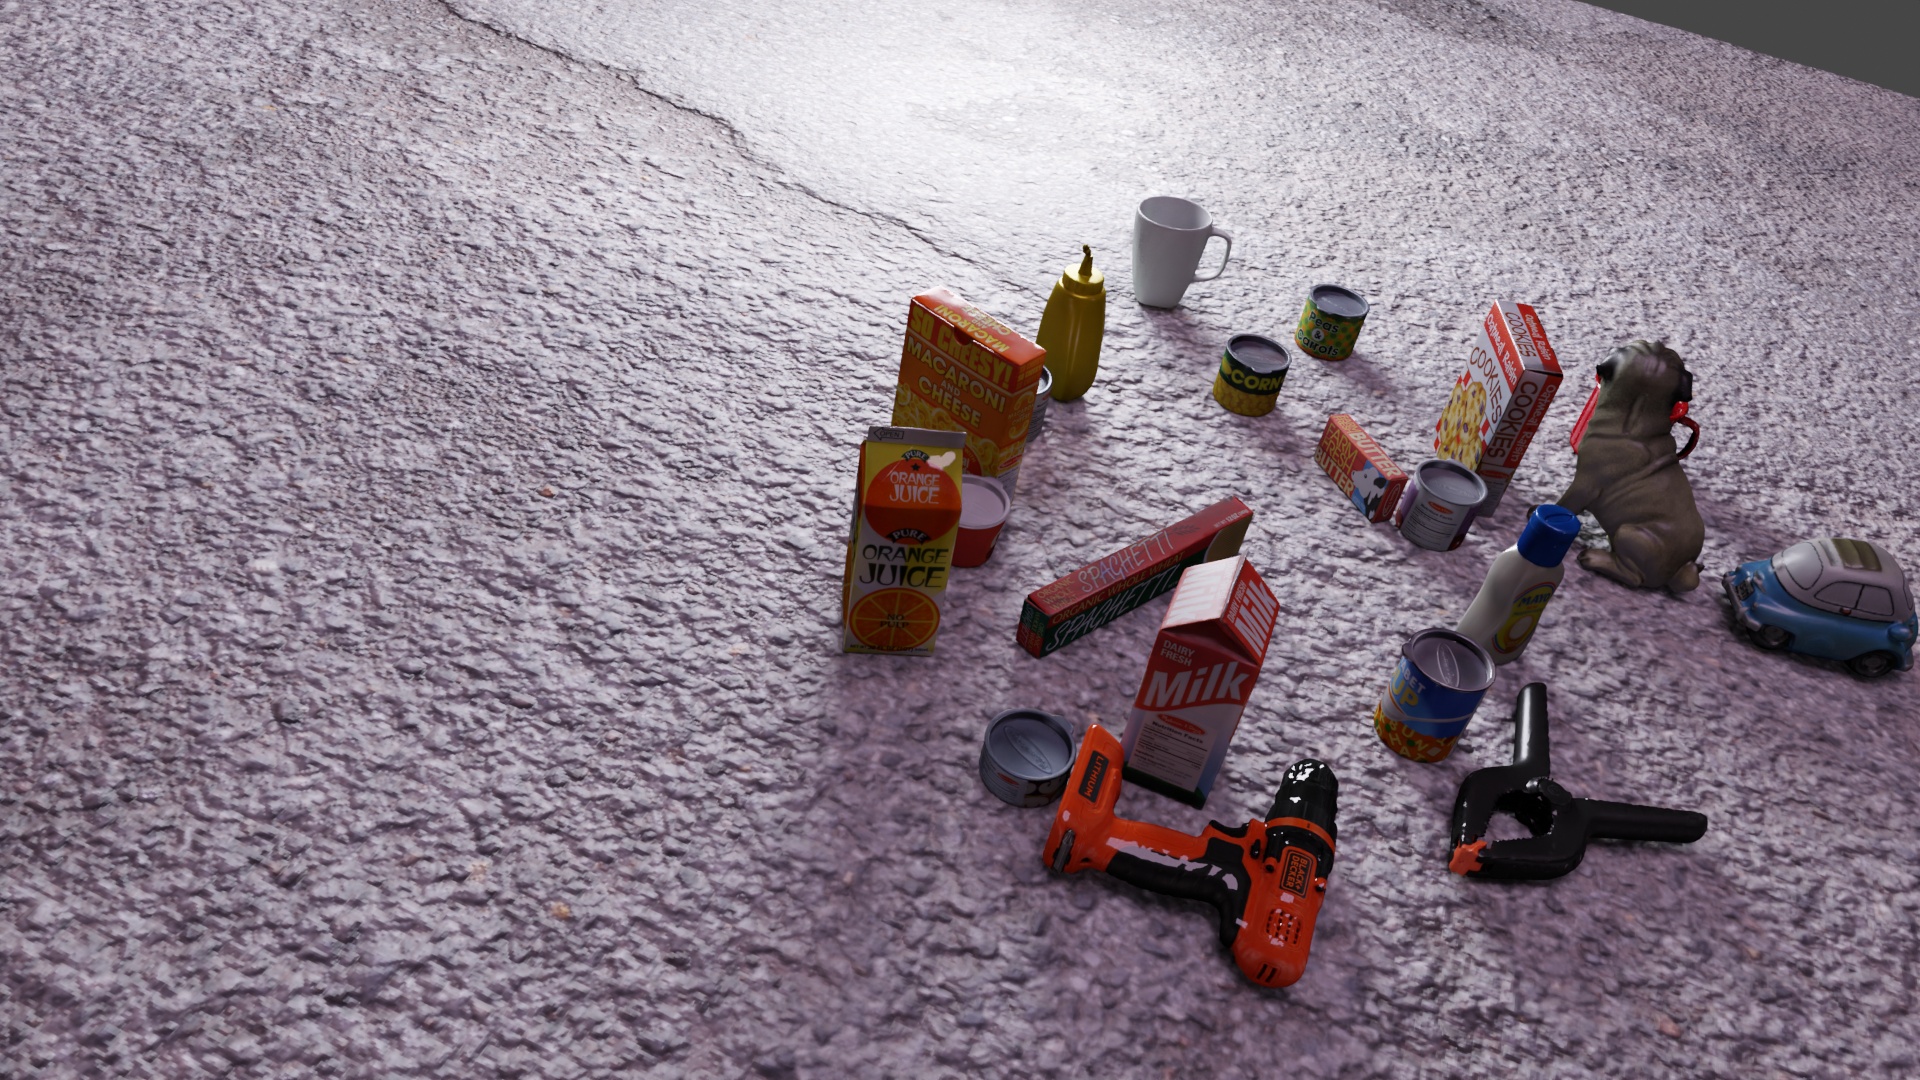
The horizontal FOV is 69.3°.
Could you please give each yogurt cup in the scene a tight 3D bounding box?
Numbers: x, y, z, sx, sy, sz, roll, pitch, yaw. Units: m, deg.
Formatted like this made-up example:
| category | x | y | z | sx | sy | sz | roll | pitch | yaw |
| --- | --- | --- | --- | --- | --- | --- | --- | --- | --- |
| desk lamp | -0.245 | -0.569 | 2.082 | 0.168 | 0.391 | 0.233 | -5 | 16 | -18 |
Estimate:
| category | x | y | z | sx | sy | sz | roll | pitch | yaw |
| --- | --- | --- | --- | --- | --- | --- | --- | --- | --- |
| yogurt cup | 0.004 | -0.015 | 1.158 | 0.072 | 0.053 | 0.073 | 7 | 40 | -6 |

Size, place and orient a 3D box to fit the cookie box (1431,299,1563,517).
| category | x | y | z | sx | sy | sz | roll | pitch | yaw |
| --- | --- | --- | --- | --- | --- | --- | --- | --- | --- |
| cookie box | 0.506 | -0.125 | 1.316 | 0.040 | 0.166 | 0.123 | 9 | 40 | -2 |

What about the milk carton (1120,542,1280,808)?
| category | x | y | z | sx | sy | sz | roll | pitch | yaw |
| --- | --- | --- | --- | --- | --- | --- | --- | --- | --- |
| milk carton | 0.168 | 0.091 | 0.968 | 0.073 | 0.189 | 0.073 | 20 | 41 | 11 |

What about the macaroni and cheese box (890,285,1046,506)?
| category | x | y | z | sx | sy | sz | roll | pitch | yaw |
| --- | --- | --- | --- | --- | --- | --- | --- | --- | --- |
| macaroni and cheese box | 0.001 | -0.115 | 1.187 | 0.124 | 0.165 | 0.040 | 36 | 46 | 26 |

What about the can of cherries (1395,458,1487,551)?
| category | x | y | z | sx | sy | sz | roll | pitch | yaw |
| --- | --- | --- | --- | --- | --- | --- | --- | --- | --- |
| can of cherries | 0.443 | -0.033 | 1.279 | 0.071 | 0.058 | 0.072 | 7 | 40 | -6 |

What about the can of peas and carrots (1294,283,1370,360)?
| category | x | y | z | sx | sy | sz | roll | pitch | yaw |
| --- | --- | --- | --- | --- | --- | --- | --- | --- | --- |
| can of peas and carrots | 0.400 | -0.235 | 1.503 | 0.071 | 0.058 | 0.071 | 7 | 40 | -6 |

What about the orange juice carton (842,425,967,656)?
| category | x | y | z | sx | sy | sz | roll | pitch | yaw |
| --- | --- | --- | --- | --- | --- | --- | --- | --- | --- |
| orange juice carton | -0.044 | -0.007 | 1.031 | 0.072 | 0.191 | 0.073 | 4 | 41 | -9 |

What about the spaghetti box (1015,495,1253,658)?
| category | x | y | z | sx | sy | sz | roll | pitch | yaw |
| --- | --- | --- | --- | --- | --- | --- | --- | --- | --- |
| spaghetti box | 0.147 | 0.027 | 1.146 | 0.251 | 0.049 | 0.029 | -24 | 51 | -34 |

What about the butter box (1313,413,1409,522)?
| category | x | y | z | sx | sy | sz | roll | pitch | yaw |
| --- | --- | --- | --- | --- | --- | --- | --- | --- | --- |
| butter box | 0.376 | -0.069 | 1.309 | 0.024 | 0.052 | 0.104 | -8 | 44 | -22 |

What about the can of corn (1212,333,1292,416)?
| category | x | y | z | sx | sy | sz | roll | pitch | yaw |
| --- | --- | --- | --- | --- | --- | --- | --- | --- | --- |
| can of corn | 0.293 | -0.165 | 1.396 | 0.071 | 0.058 | 0.071 | 7 | 40 | -6 |

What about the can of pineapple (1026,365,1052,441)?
| category | x | y | z | sx | sy | sz | roll | pitch | yaw |
| --- | --- | --- | --- | --- | --- | --- | --- | --- | --- |
| can of pineapple | 0.048 | -0.133 | 1.303 | 0.071 | 0.057 | 0.071 | 7 | 40 | -6 |

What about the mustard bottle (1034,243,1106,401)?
| category | x | y | z | sx | sy | sz | roll | pitch | yaw |
| --- | --- | --- | --- | --- | --- | --- | --- | --- | --- |
| mustard bottle | 0.110 | -0.212 | 1.330 | 0.049 | 0.159 | 0.065 | -19 | 49 | -31 |

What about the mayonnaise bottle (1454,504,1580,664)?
| category | x | y | z | sx | sy | sz | roll | pitch | yaw |
| --- | --- | --- | --- | --- | --- | --- | --- | --- | --- |
| mayonnaise bottle | 0.455 | 0.037 | 1.130 | 0.065 | 0.147 | 0.041 | -7 | 44 | -21 |

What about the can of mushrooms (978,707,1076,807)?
| category | x | y | z | sx | sy | sz | roll | pitch | yaw |
| --- | --- | --- | --- | --- | --- | --- | --- | --- | --- |
| can of mushrooms | 0.049 | 0.154 | 0.989 | 0.071 | 0.033 | 0.071 | 7 | 40 | -6 |

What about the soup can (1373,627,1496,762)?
| category | x | y | z | sx | sy | sz | roll | pitch | yaw |
| --- | --- | --- | --- | --- | --- | --- | --- | --- | --- |
| soup can | 0.359 | 0.118 | 1.063 | 0.071 | 0.083 | 0.072 | 7 | 40 | -6 |
